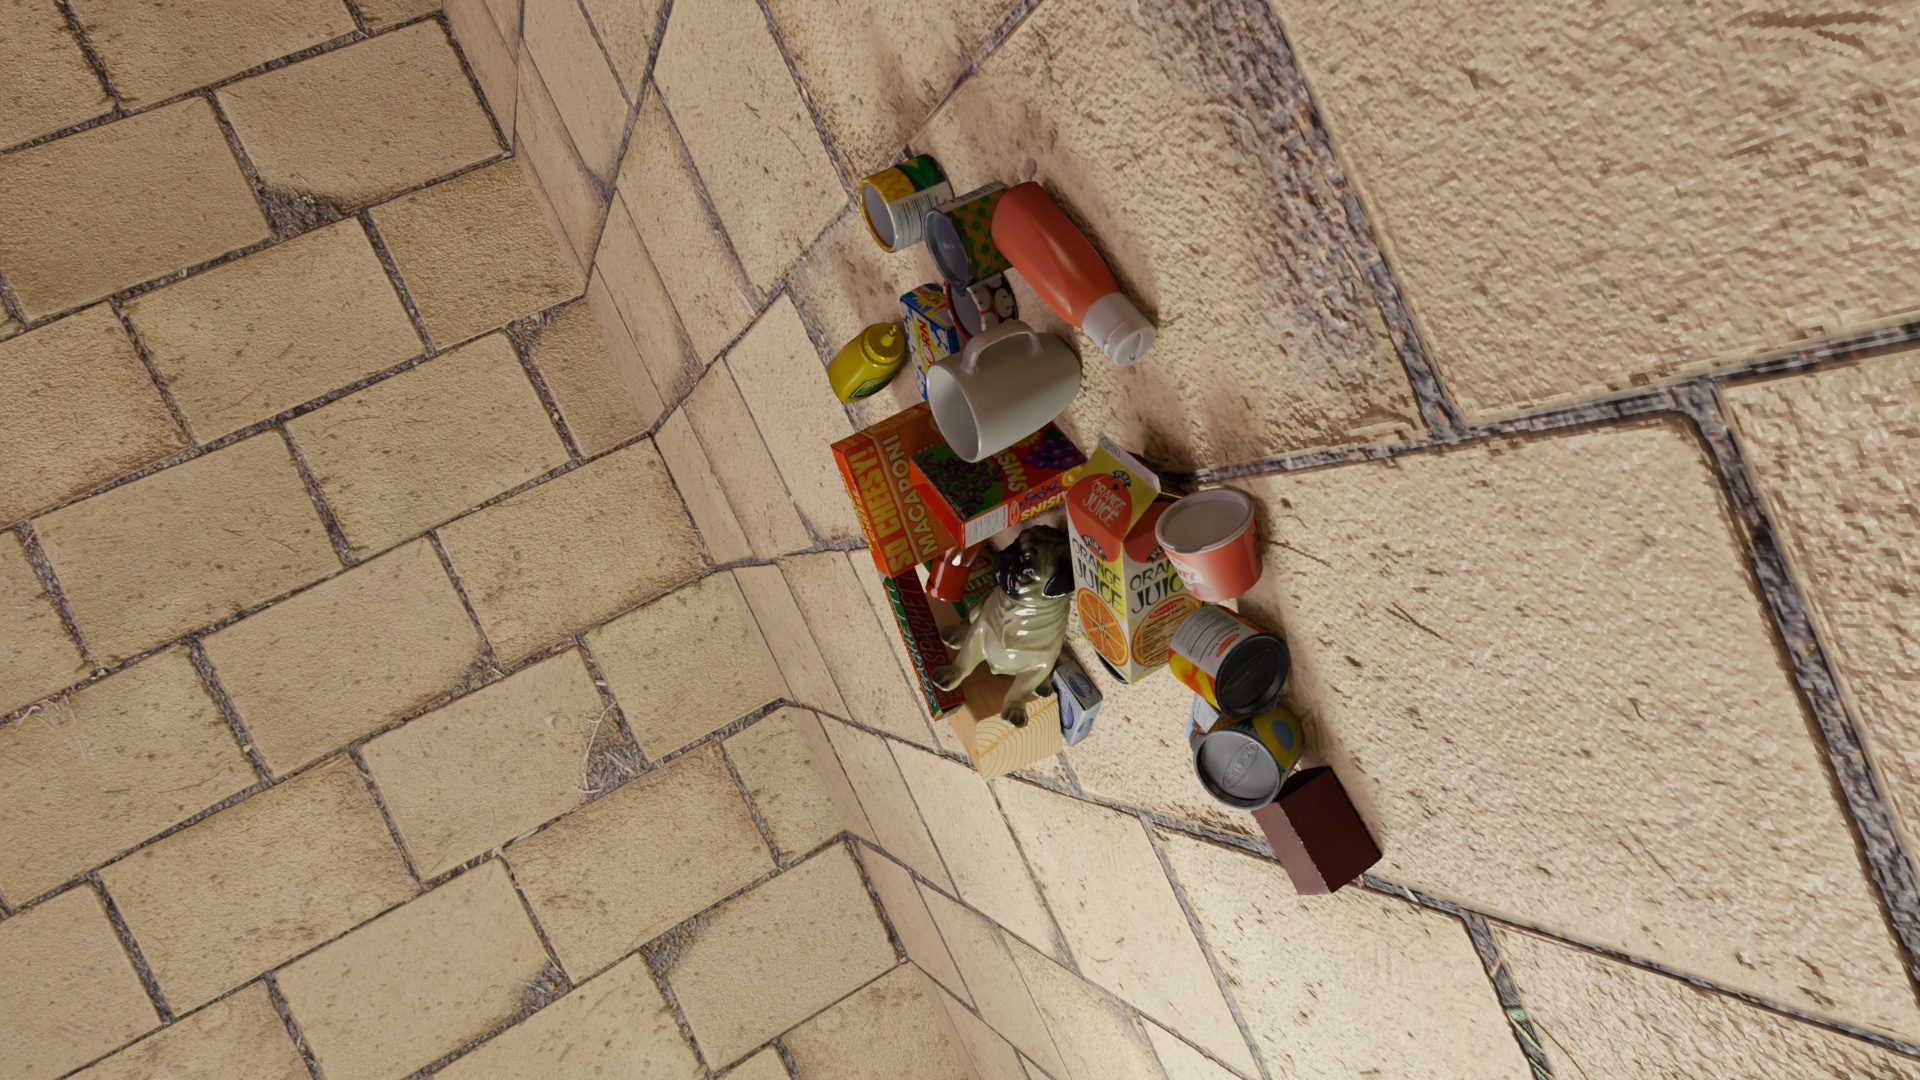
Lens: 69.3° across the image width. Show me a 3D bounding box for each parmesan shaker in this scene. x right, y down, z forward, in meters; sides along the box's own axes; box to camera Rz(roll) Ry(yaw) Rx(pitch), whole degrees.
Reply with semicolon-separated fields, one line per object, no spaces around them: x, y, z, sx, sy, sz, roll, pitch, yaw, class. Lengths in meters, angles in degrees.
0.004;0.033;1.434;0.103;0.071;0.071;53;159;29;parmesan shaker

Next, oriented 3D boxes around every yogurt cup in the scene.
0.173;0.005;0.946;0.072;0.072;0.053;35;155;55;yogurt cup

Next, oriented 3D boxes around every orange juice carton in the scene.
0.132;0.009;1.046;0.072;0.073;0.191;45;154;44;orange juice carton

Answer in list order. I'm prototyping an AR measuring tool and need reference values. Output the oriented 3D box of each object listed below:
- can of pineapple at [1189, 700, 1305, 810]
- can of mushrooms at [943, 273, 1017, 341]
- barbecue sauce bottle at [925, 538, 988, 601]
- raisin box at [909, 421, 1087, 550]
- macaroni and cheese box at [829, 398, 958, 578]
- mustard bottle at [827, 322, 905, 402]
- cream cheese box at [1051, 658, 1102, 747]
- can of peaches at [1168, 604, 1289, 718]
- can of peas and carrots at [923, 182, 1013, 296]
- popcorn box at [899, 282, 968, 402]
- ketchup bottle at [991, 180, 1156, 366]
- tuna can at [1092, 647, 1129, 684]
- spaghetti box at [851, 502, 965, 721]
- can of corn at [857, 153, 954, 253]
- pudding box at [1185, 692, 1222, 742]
0.210;0.152;1.014;0.071;0.058;0.070;14;118;27;can of pineapple
0.016;-0.194;1.145;0.071;0.033;0.070;51;158;31;can of mushrooms
0.005;-0.016;1.295;0.065;0.044;0.148;44;122;55;barbecue sauce bottle
0.032;-0.055;1.150;0.086;0.124;0.039;50;156;33;raisin box
-0.015;-0.059;1.203;0.040;0.167;0.123;26;139;62;macaroni and cheese box
-0.089;-0.184;1.402;0.049;0.065;0.159;66;158;4;mustard bottle
0.112;0.164;1.396;0.053;0.024;0.103;55;160;22;cream cheese box
0.193;0.088;1.000;0.058;0.071;0.071;36;147;55;can of peaches
0.014;-0.230;1.059;0.071;0.059;0.070;52;160;29;can of peas and carrots
-0.010;-0.159;1.256;0.085;0.038;0.126;42;152;46;popcorn box
0.078;-0.183;0.972;0.149;0.044;0.064;53;161;27;ketchup bottle
0.141;0.086;1.193;0.071;0.033;0.070;52;159;30;tuna can
-0.054;0.059;1.397;0.050;0.029;0.250;120;131;-68;spaghetti box
-0.046;-0.280;1.154;0.071;0.058;0.070;52;158;30;can of corn
0.207;0.145;1.099;0.050;0.030;0.083;50;158;31;pudding box
